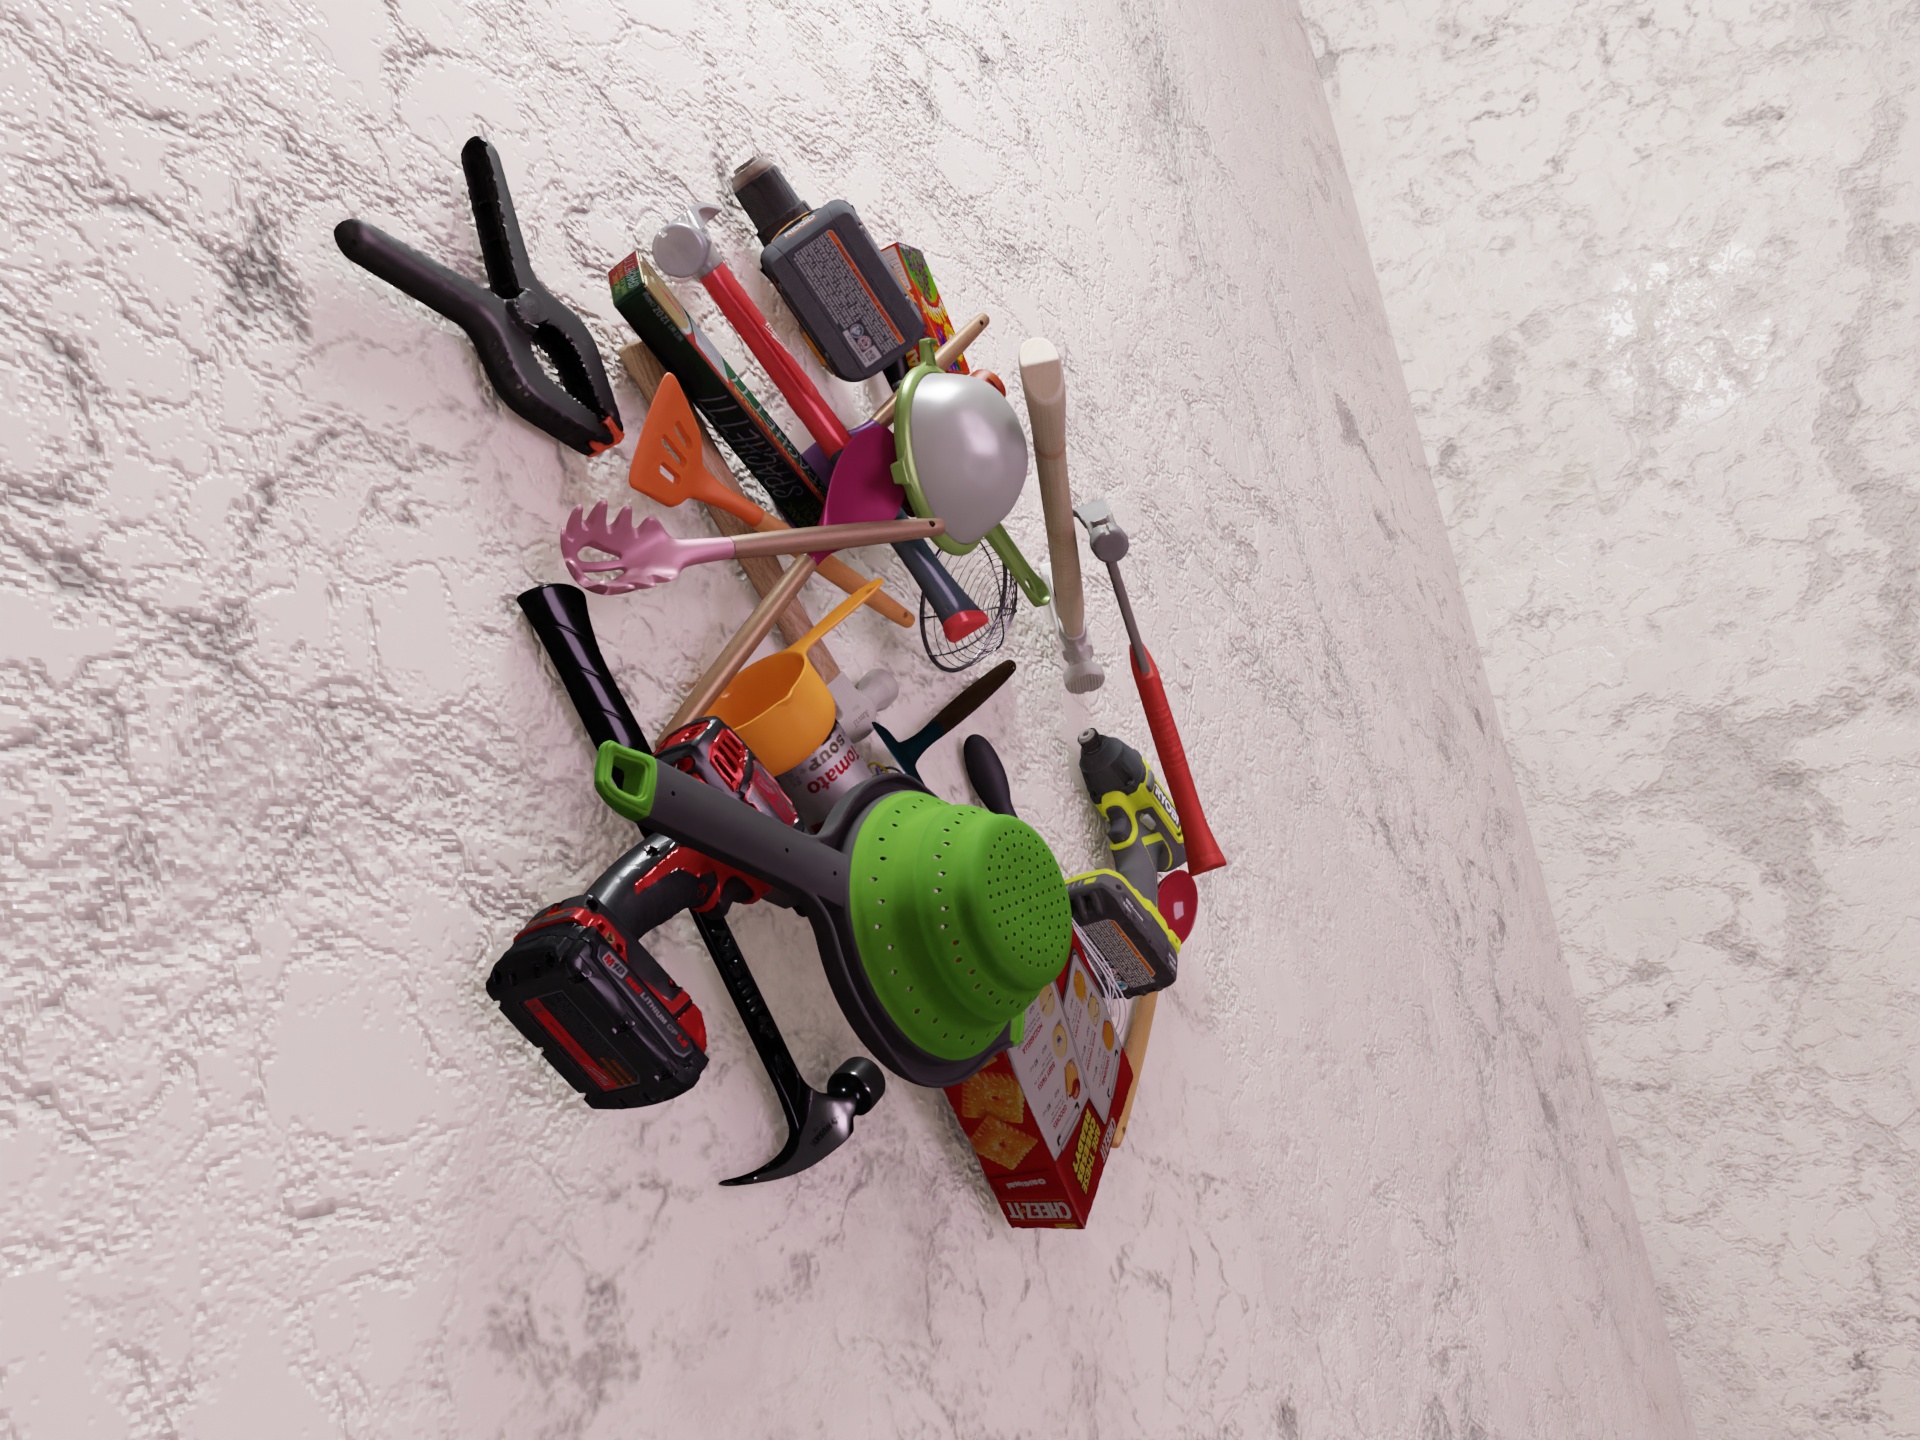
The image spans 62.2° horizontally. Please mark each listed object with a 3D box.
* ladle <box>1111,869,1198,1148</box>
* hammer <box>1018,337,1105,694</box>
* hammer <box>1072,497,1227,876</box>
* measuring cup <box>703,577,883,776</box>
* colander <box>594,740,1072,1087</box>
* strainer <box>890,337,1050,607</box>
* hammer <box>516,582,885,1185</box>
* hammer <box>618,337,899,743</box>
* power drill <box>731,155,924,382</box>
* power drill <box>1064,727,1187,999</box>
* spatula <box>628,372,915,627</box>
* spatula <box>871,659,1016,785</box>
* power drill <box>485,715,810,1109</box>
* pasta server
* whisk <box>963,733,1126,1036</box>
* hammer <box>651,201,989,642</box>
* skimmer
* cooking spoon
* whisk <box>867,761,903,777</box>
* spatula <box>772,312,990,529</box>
[{"bbox_3d":[0.174,0.260,1.467,0.069,0.031,0.316,55,36,-28],"label":"ladle"},{"bbox_3d":[0.081,-0.183,1.360,0.410,0.038,0.146,75,3,-60],"label":"hammer"},{"bbox_3d":[0.173,-0.024,1.439,0.149,0.036,0.359,-100,170,-72],"label":"hammer"},{"bbox_3d":[-0.101,-0.028,1.094,0.174,0.095,0.052,-45,119,-25],"label":"measuring cup"},{"bbox_3d":[-0.043,0.091,0.952,0.396,0.094,0.205,33,48,-44],"label":"colander"},{"bbox_3d":[0.035,-0.177,1.269,0.256,0.069,0.152,51,38,-44],"label":"strainer"},{"bbox_3d":[-0.174,0.102,1.001,0.149,0.036,0.409,-38,106,-56],"label":"hammer"},{"bbox_3d":[-0.154,-0.125,1.157,0.331,0.031,0.130,61,32,-15],"label":"hammer"},{"bbox_3d":[-0.111,-0.353,1.230,0.185,0.084,0.226,55,3,-19],"label":"power drill"},{"bbox_3d":[0.146,0.125,1.452,0.171,0.080,0.223,53,32,-29],"label":"power drill"},{"bbox_3d":[-0.124,-0.134,1.138,0.322,0.041,0.081,32,70,-48],"label":"spatula"},{"bbox_3d":[-0.002,-0.004,1.301,0.082,0.044,0.317,55,28,-4],"label":"spatula"},{"bbox_3d":[-0.160,0.111,0.925,0.143,0.078,0.220,54,39,-20],"label":"power drill"},{"bbox_3d":[-0.130,-0.122,1.076,0.316,0.040,0.060,-11,77,-39],"label":"pasta server"},{"bbox_3d":[0.061,0.144,1.332,0.070,0.070,0.284,-16,82,-59],"label":"whisk"},{"bbox_3d":[-0.098,-0.223,1.228,0.386,0.038,0.143,53,15,-20],"label":"hammer"},{"bbox_3d":[-0.046,-0.221,1.380,0.127,0.090,0.363,-8,71,-55],"label":"skimmer"},{"bbox_3d":[-0.121,-0.095,1.116,0.068,0.017,0.319,54,52,-31],"label":"cooking spoon"},{"bbox_3d":[-0.031,0.148,1.199,0.051,0.047,0.245,-23,98,-60],"label":"whisk"},{"bbox_3d":[-0.057,-0.256,1.323,0.059,0.018,0.316,54,51,-22],"label":"spatula"}]
